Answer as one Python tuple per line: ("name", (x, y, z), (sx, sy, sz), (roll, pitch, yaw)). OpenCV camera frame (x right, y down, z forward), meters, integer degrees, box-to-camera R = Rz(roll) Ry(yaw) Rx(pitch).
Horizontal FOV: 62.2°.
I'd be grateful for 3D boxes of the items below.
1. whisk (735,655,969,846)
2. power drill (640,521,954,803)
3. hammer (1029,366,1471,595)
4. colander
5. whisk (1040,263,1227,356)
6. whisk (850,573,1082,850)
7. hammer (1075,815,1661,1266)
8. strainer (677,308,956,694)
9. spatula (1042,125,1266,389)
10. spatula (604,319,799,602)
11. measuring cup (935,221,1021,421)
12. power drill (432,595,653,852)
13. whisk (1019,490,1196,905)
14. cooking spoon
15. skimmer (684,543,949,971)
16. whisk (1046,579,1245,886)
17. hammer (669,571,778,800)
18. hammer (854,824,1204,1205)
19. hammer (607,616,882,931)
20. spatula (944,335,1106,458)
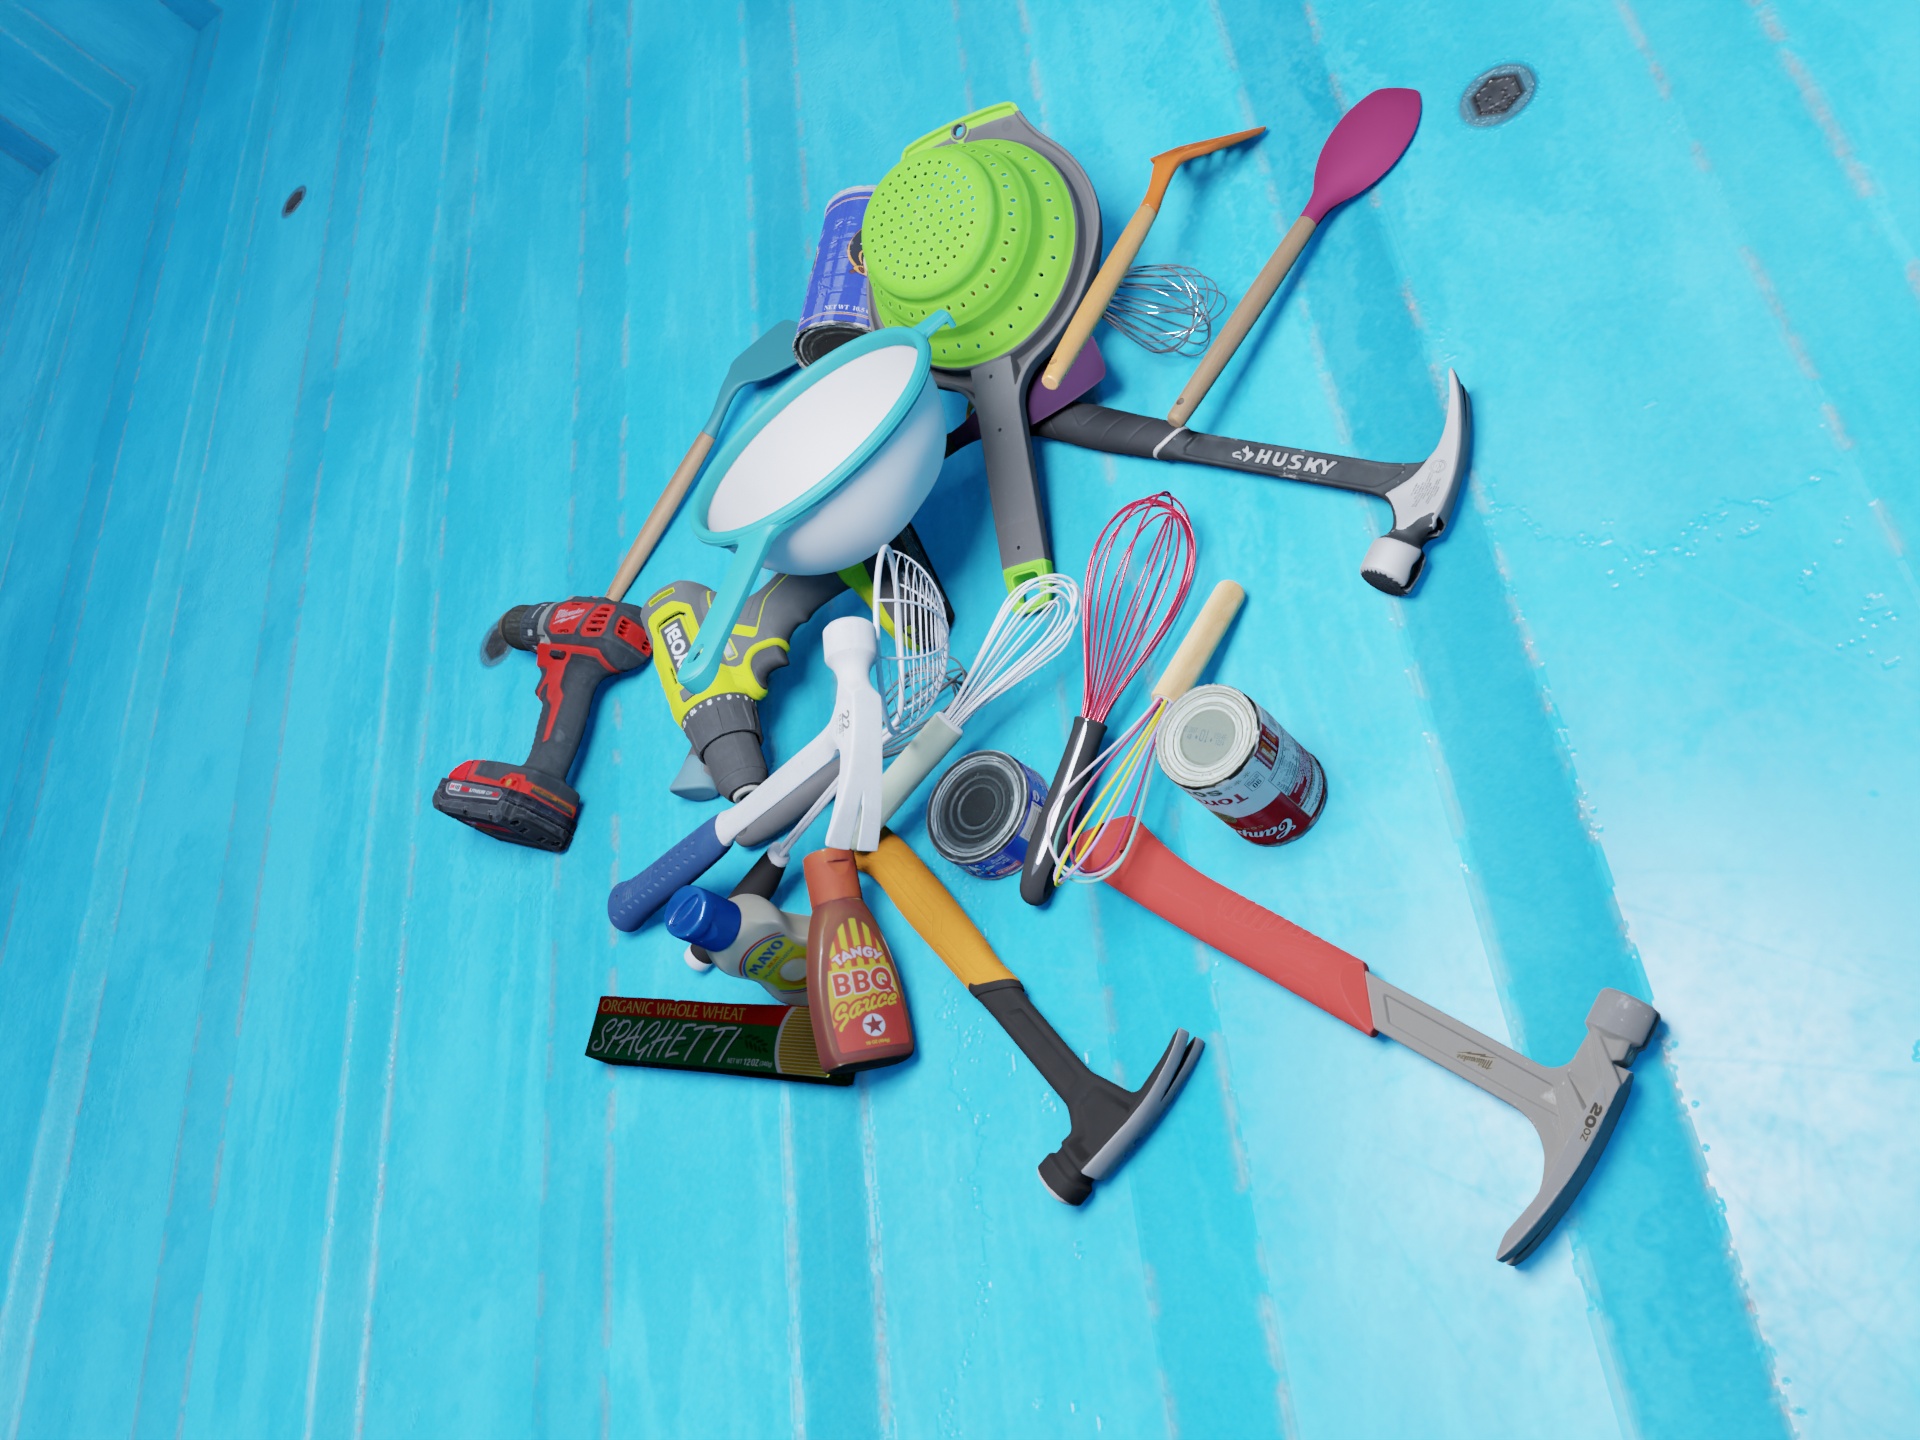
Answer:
("whisk", (-0.084, 0.028, 1.186), (0.239, 0.055, 0.055), (-35, 50, 23))
("power drill", (-0.126, -0.060, 1.217), (0.228, 0.080, 0.191), (-31, 61, 12))
("hammer", (0.167, -0.198, 1.121), (0.409, 0.036, 0.149), (21, 80, 42))
("colander", (0.007, -0.275, 1.163), (0.204, 0.094, 0.397), (-14, 78, 28))
("whisk", (0.096, -0.335, 1.234), (0.285, 0.070, 0.070), (32, 88, 47))
("whisk", (-0.002, -0.004, 1.107), (0.246, 0.059, 0.058), (-49, 38, 6))
("hammer", (0.199, 0.151, 0.912), (0.359, 0.036, 0.149), (27, 85, 42))
("strainer", (-0.099, -0.126, 1.086), (0.211, 0.095, 0.341), (-16, 40, 36))
("spatula", (0.132, -0.347, 1.159), (0.081, 0.041, 0.323), (2, 52, 39))
("spatula", (-0.235, -0.233, 1.454), (0.082, 0.044, 0.317), (36, 95, 42))
("measuring cup", (0.007, -0.316, 1.250), (0.095, 0.052, 0.174), (-10, 63, 49))
("power drill", (-0.378, -0.009, 1.409), (0.188, 0.080, 0.227), (6, 68, 39))
("whisk", (0.093, -0.017, 1.067), (0.073, 0.073, 0.296), (13, 80, 41))
("cooking spoon", (0.234, -0.335, 1.131), (0.069, 0.017, 0.319), (23, 74, 42))
("skimmer", (-0.120, 0.039, 1.128), (0.363, 0.090, 0.127), (-51, 15, 24))
("whisk", (0.122, 0.005, 1.012), (0.051, 0.047, 0.245), (13, 60, 41))
("hammer", (-0.155, -0.087, 1.308), (0.128, 0.033, 0.331), (13, 76, 40))
("hammer", (0.015, 0.156, 1.050), (0.127, 0.034, 0.337), (-51, 47, 5))
("hammer", (-0.160, 0.078, 1.111), (0.405, 0.035, 0.144), (-36, 52, 50))
("spatula", (-0.026, -0.207, 1.239), (0.316, 0.018, 0.060), (-29, 64, 22))
